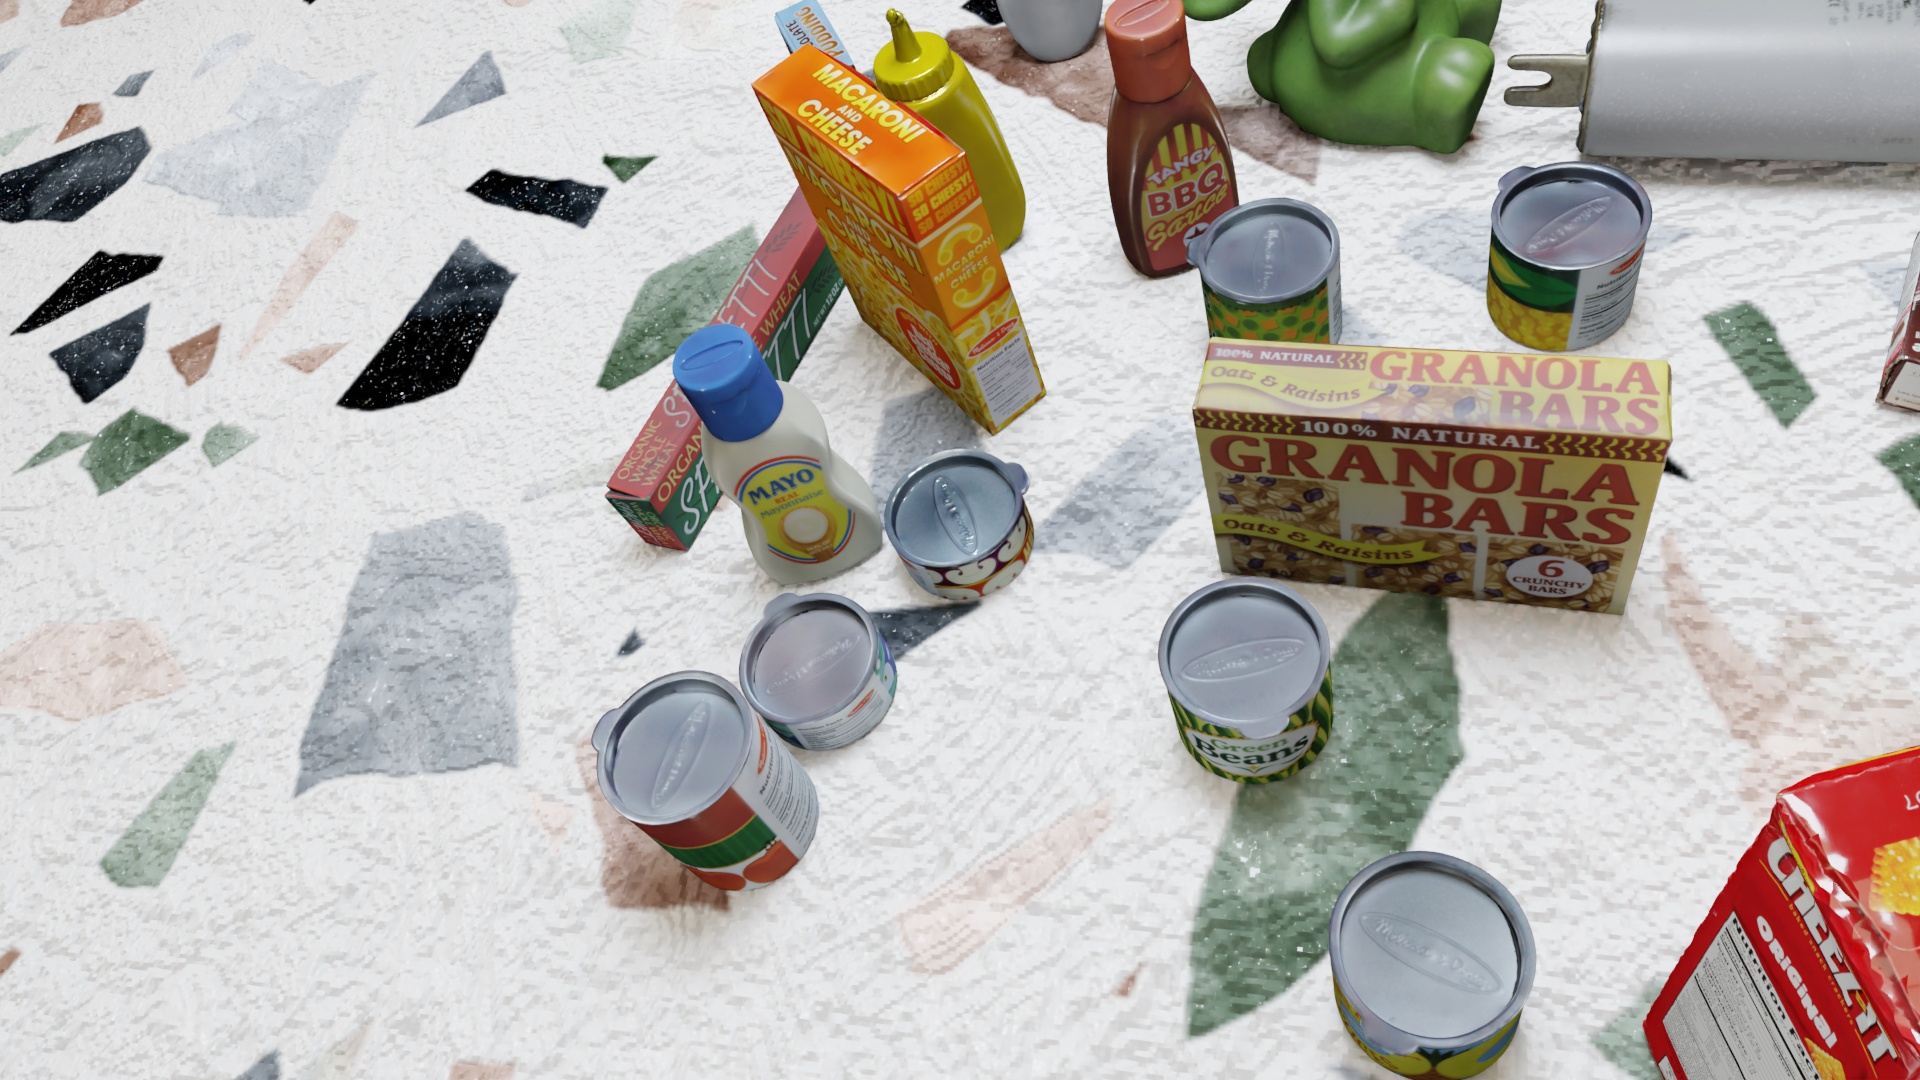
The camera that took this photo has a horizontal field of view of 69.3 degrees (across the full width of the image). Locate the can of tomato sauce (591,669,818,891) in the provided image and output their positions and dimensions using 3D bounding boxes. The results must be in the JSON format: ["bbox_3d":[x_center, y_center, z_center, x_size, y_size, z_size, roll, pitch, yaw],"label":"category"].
[{"bbox_3d":[-0.105,0.103,0.583,0.071,0.082,0.071,-8,55,12],"label":"can of tomato sauce"}]

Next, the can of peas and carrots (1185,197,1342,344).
[{"bbox_3d":[0.148,-0.121,0.671,0.071,0.058,0.071,-8,55,12],"label":"can of peas and carrots"}]

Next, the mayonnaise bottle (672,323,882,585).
[{"bbox_3d":[-0.085,-0.036,0.630,0.065,0.147,0.041,-22,54,2],"label":"mayonnaise bottle"}]

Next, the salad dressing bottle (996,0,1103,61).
[{"bbox_3d":[0.044,-0.349,0.801,0.064,0.147,0.044,-11,55,10],"label":"salad dressing bottle"}]

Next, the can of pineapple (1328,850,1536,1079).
[{"bbox_3d":[0.162,0.151,0.485,0.071,0.057,0.071,-8,55,12],"label":"can of pineapple"}]

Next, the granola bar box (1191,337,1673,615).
[{"bbox_3d":[0.184,-0.025,0.555,0.165,0.123,0.039,6,60,21],"label":"granola bar box"}]

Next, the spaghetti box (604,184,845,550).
[{"bbox_3d":[-0.108,-0.109,0.746,0.029,0.050,0.251,14,62,25],"label":"spaghetti box"}]

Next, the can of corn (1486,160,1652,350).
[{"bbox_3d":[0.276,-0.131,0.640,0.071,0.058,0.071,-8,55,12],"label":"can of corn"}]

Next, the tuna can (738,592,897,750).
[{"bbox_3d":[-0.065,0.058,0.631,0.071,0.032,0.071,-8,55,12],"label":"tuna can"}]

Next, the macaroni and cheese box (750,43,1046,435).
[{"bbox_3d":[-0.026,-0.143,0.672,0.040,0.165,0.124,-39,55,-10],"label":"macaroni and cheese box"}]

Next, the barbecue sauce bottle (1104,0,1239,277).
[{"bbox_3d":[0.100,-0.198,0.682,0.065,0.148,0.044,-27,54,-2],"label":"barbecue sauce bottle"}]

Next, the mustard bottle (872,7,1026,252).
[{"bbox_3d":[-0.011,-0.211,0.717,0.065,0.159,0.049,-31,54,-4],"label":"mustard bottle"}]

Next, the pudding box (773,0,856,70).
[{"bbox_3d":[-0.085,-0.293,0.863,0.030,0.049,0.084,-26,54,-1],"label":"pudding box"}]

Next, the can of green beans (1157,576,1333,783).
[{"bbox_3d":[0.116,0.058,0.561,0.071,0.057,0.071,-8,55,12],"label":"can of green beans"}]

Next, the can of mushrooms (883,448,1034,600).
[{"bbox_3d":[0.002,-0.008,0.655,0.071,0.033,0.071,-8,55,12],"label":"can of mushrooms"}]
